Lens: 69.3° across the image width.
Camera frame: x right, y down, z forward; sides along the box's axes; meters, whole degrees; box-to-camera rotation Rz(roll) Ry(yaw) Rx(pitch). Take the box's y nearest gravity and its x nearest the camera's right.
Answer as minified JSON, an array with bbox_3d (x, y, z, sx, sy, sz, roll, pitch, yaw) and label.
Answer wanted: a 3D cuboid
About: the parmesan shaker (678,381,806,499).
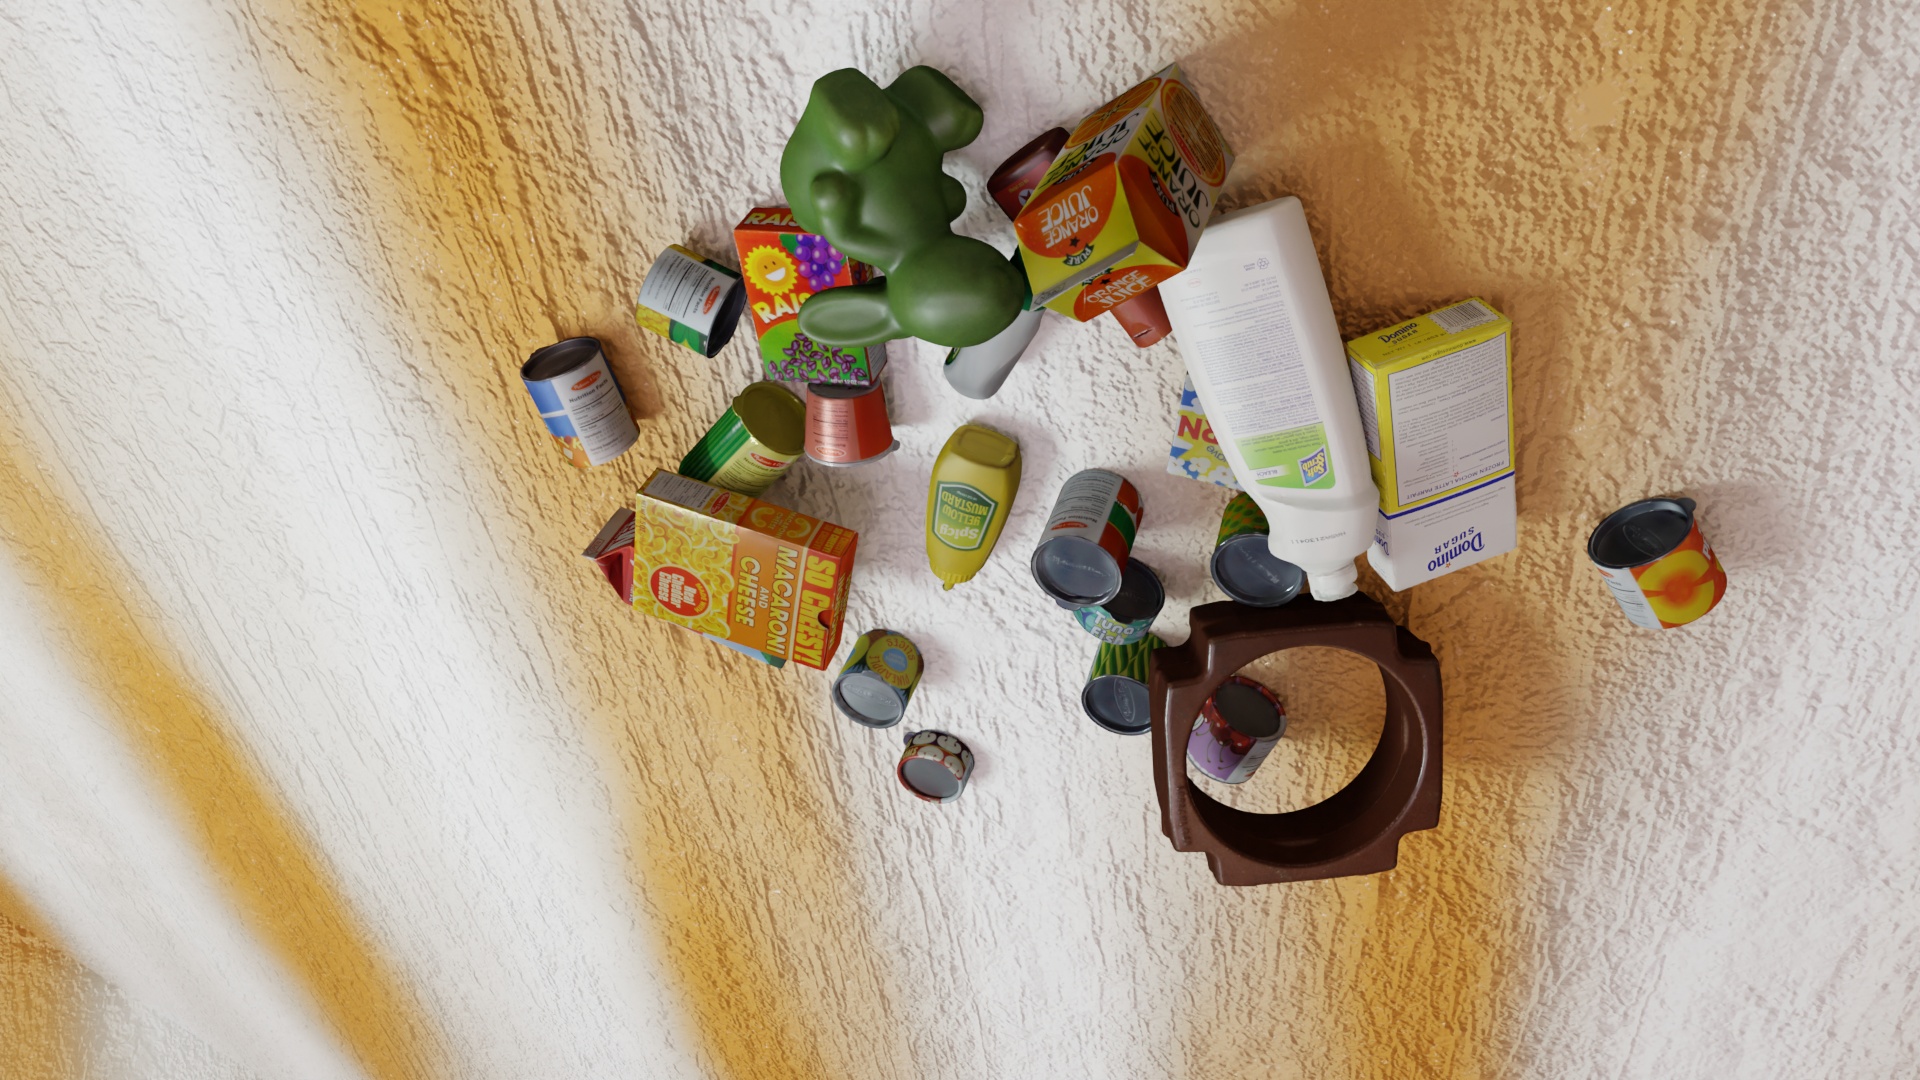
[{"bbox_3d":[-0.170,-0.069,1.080,0.071,0.072,0.102,40,132,-13],"label":"parmesan shaker"}]

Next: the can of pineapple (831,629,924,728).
[{"bbox_3d":[-0.070,0.119,1.203,0.071,0.058,0.070,11,131,13],"label":"can of pineapple"}]

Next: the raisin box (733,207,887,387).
[{"bbox_3d":[-0.104,-0.173,0.988,0.086,0.040,0.122,6,131,17],"label":"raisin box"}]

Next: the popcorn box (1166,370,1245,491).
[{"bbox_3d":[0.210,-0.074,0.942,0.127,0.038,0.084,14,131,11],"label":"popcorn box"}]

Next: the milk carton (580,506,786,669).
[{"bbox_3d":[-0.218,0.028,1.178,0.191,0.073,0.073,23,132,3],"label":"milk carton"}]

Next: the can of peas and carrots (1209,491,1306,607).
[{"bbox_3d":[0.217,0.003,0.989,0.071,0.059,0.070,11,130,13],"label":"can of peas and carrots"}]

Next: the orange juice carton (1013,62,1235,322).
[{"bbox_3d":[0.092,-0.191,0.787,0.071,0.194,0.073,-23,116,36],"label":"orange juice carton"}]

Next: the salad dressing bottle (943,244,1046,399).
[{"bbox_3d":[0.031,-0.147,0.919,0.044,0.064,0.147,36,149,-1],"label":"salad dressing bottle"}]

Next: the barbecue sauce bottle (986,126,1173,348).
[{"bbox_3d":[0.085,-0.190,0.892,0.064,0.044,0.148,-22,118,45],"label":"barbecue sauce bottle"}]

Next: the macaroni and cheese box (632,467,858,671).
[{"bbox_3d":[-0.171,0.025,1.083,0.166,0.040,0.123,18,129,7],"label":"macaroni and cheese box"}]

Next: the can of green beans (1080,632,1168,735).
[{"bbox_3d":[0.135,0.113,1.114,0.071,0.058,0.071,11,131,13],"label":"can of green beans"}]

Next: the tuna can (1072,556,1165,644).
[{"bbox_3d":[0.119,0.046,1.057,0.071,0.071,0.032,24,134,2],"label":"tuna can"}]

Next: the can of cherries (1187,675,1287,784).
[{"bbox_3d":[0.216,0.149,1.107,0.071,0.072,0.058,24,132,2],"label":"can of cherries"}]

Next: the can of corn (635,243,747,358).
[{"bbox_3d":[-0.194,-0.173,1.007,0.058,0.071,0.070,26,133,1],"label":"can of corn"}]

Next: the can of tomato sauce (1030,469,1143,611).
[{"bbox_3d":[0.094,-0.001,1.019,0.071,0.083,0.070,11,131,13],"label":"can of tomato sauce"}]

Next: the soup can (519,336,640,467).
[{"bbox_3d":[-0.302,-0.110,1.103,0.071,0.072,0.083,-1,127,23],"label":"soup can"}]

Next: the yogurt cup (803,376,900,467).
[{"bbox_3d":[-0.084,-0.093,1.030,0.072,0.073,0.053,8,122,16],"label":"yogurt cup"}]

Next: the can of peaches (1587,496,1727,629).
[{"bbox_3d":[0.453,0.014,0.898,0.071,0.071,0.058,-23,116,35],"label":"can of peaches"}]

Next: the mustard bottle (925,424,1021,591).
[{"bbox_3d":[0.004,-0.013,1.069,0.065,0.049,0.159,20,132,8],"label":"mustard bottle"}]

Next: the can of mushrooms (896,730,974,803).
[{"bbox_3d":[-0.025,0.208,1.275,0.071,0.034,0.070,11,132,13],"label":"can of mushrooms"}]
